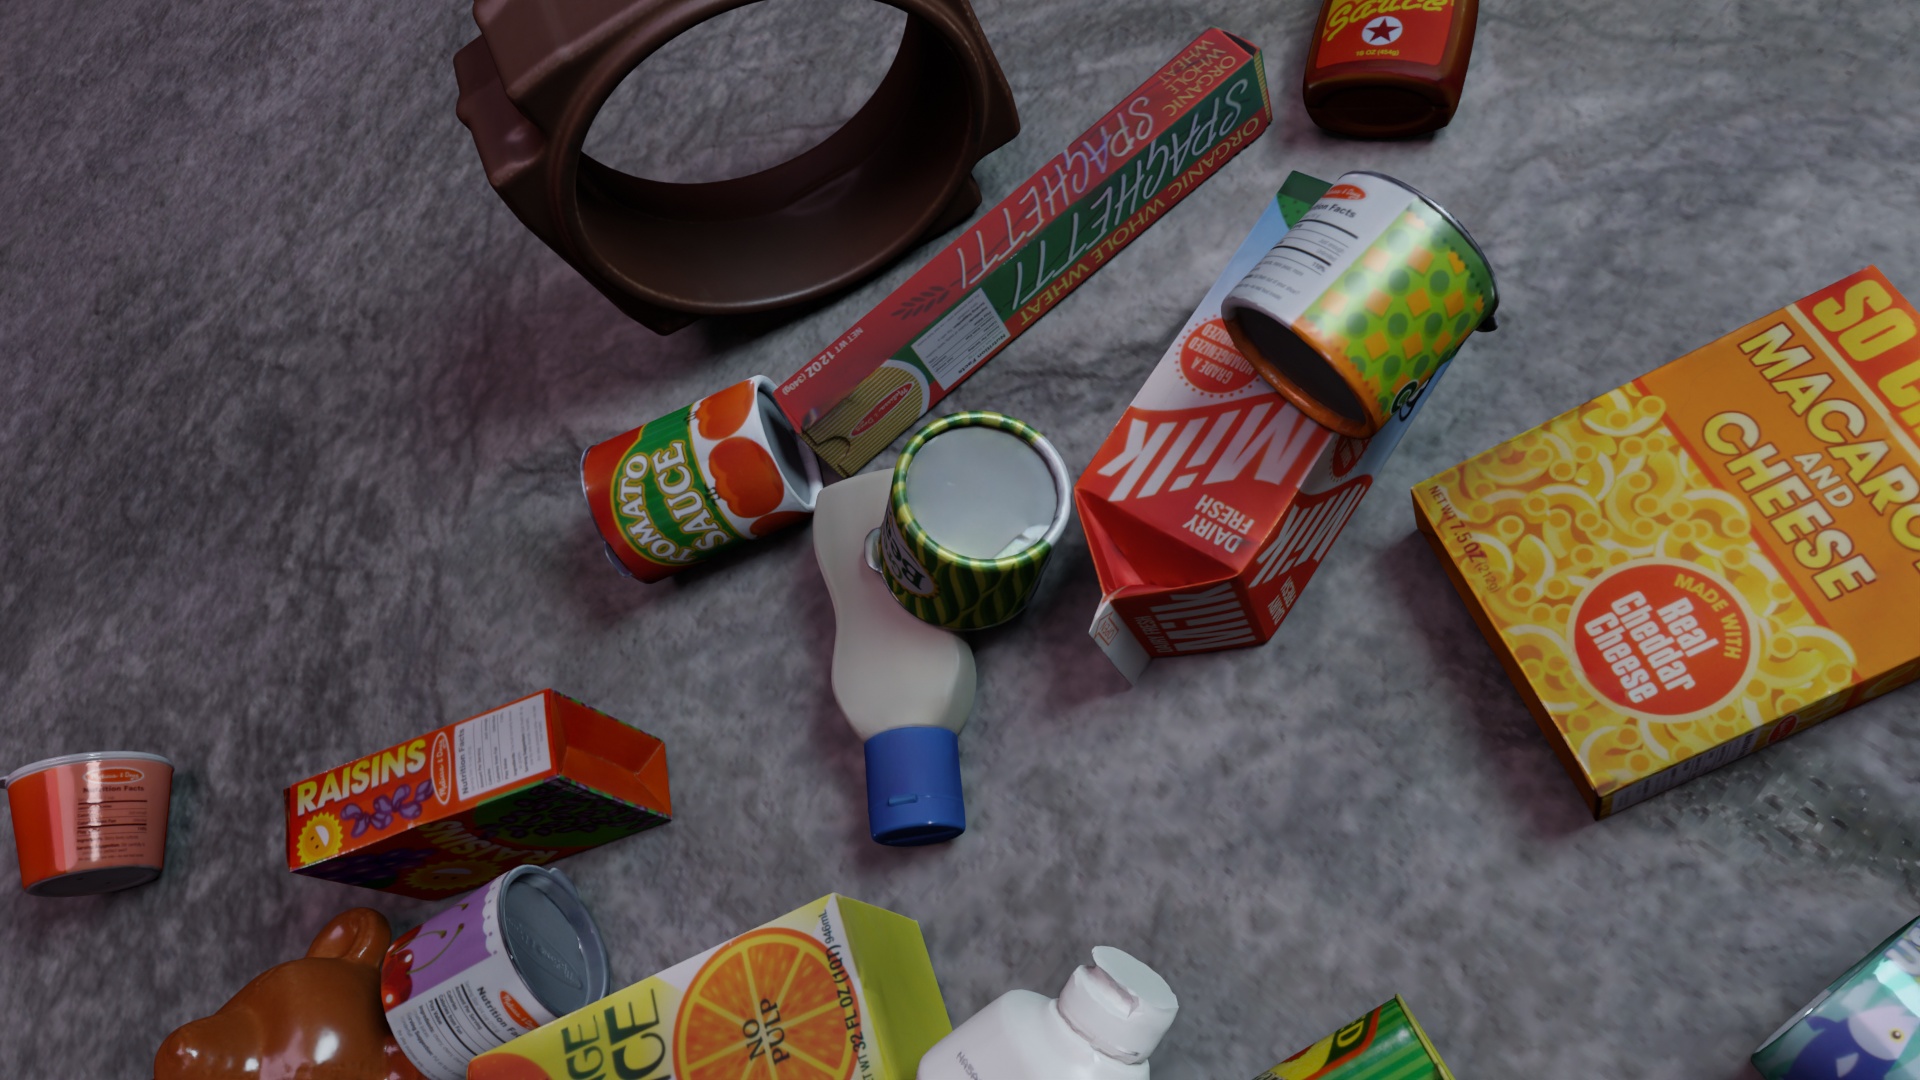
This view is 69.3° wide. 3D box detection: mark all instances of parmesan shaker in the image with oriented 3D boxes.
[{"bbox_3d":[0.106,0.191,0.416,0.103,0.071,0.071,-32,60,6],"label":"parmesan shaker"}]

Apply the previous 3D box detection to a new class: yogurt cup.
[{"bbox_3d":[-0.406,0.134,0.650,0.072,0.072,0.054,-19,70,13],"label":"yogurt cup"}]

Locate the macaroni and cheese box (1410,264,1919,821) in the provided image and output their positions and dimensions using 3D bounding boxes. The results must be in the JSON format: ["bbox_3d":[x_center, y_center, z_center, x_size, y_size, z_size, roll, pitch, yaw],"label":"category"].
[{"bbox_3d":[0.256,0.000,0.461,0.166,0.040,0.124,-27,60,9],"label":"macaroni and cheese box"}]

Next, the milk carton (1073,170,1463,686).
[{"bbox_3d":[0.108,-0.034,0.516,0.073,0.072,0.191,30,81,29],"label":"milk carton"}]

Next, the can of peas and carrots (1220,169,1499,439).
[{"bbox_3d":[0.129,-0.073,0.448,0.059,0.070,0.071,-46,59,-3],"label":"can of peas and carrots"}]

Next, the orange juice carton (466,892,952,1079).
[{"bbox_3d":[-0.102,0.200,0.493,0.192,0.073,0.072,-27,60,9],"label":"orange juice carton"}]

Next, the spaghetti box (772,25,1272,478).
[{"bbox_3d":[0.030,-0.123,0.600,0.250,0.050,0.029,-40,60,1],"label":"spaghetti box"}]

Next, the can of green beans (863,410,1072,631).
[{"bbox_3d":[0.004,-0.007,0.520,0.071,0.057,0.071,4,64,-7],"label":"can of green beans"}]

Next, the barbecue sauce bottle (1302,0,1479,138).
[{"bbox_3d":[0.192,-0.245,0.595,0.065,0.043,0.149,8,70,26],"label":"barbecue sauce bottle"}]

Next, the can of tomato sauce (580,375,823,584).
[{"bbox_3d":[-0.111,-0.026,0.601,0.083,0.071,0.071,-22,61,11],"label":"can of tomato sauce"}]

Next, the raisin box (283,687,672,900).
[{"bbox_3d":[-0.194,0.106,0.564,0.123,0.086,0.040,-21,63,12],"label":"raisin box"}]

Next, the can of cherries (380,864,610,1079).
[{"bbox_3d":[-0.181,0.169,0.545,0.058,0.071,0.072,-31,60,8],"label":"can of cherries"}]

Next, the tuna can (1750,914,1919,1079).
[{"bbox_3d":[0.256,0.135,0.382,0.071,0.071,0.033,-41,59,1],"label":"tuna can"}]

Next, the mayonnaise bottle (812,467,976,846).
[{"bbox_3d":[-0.023,0.044,0.551,0.065,0.041,0.148,-11,64,11],"label":"mayonnaise bottle"}]
